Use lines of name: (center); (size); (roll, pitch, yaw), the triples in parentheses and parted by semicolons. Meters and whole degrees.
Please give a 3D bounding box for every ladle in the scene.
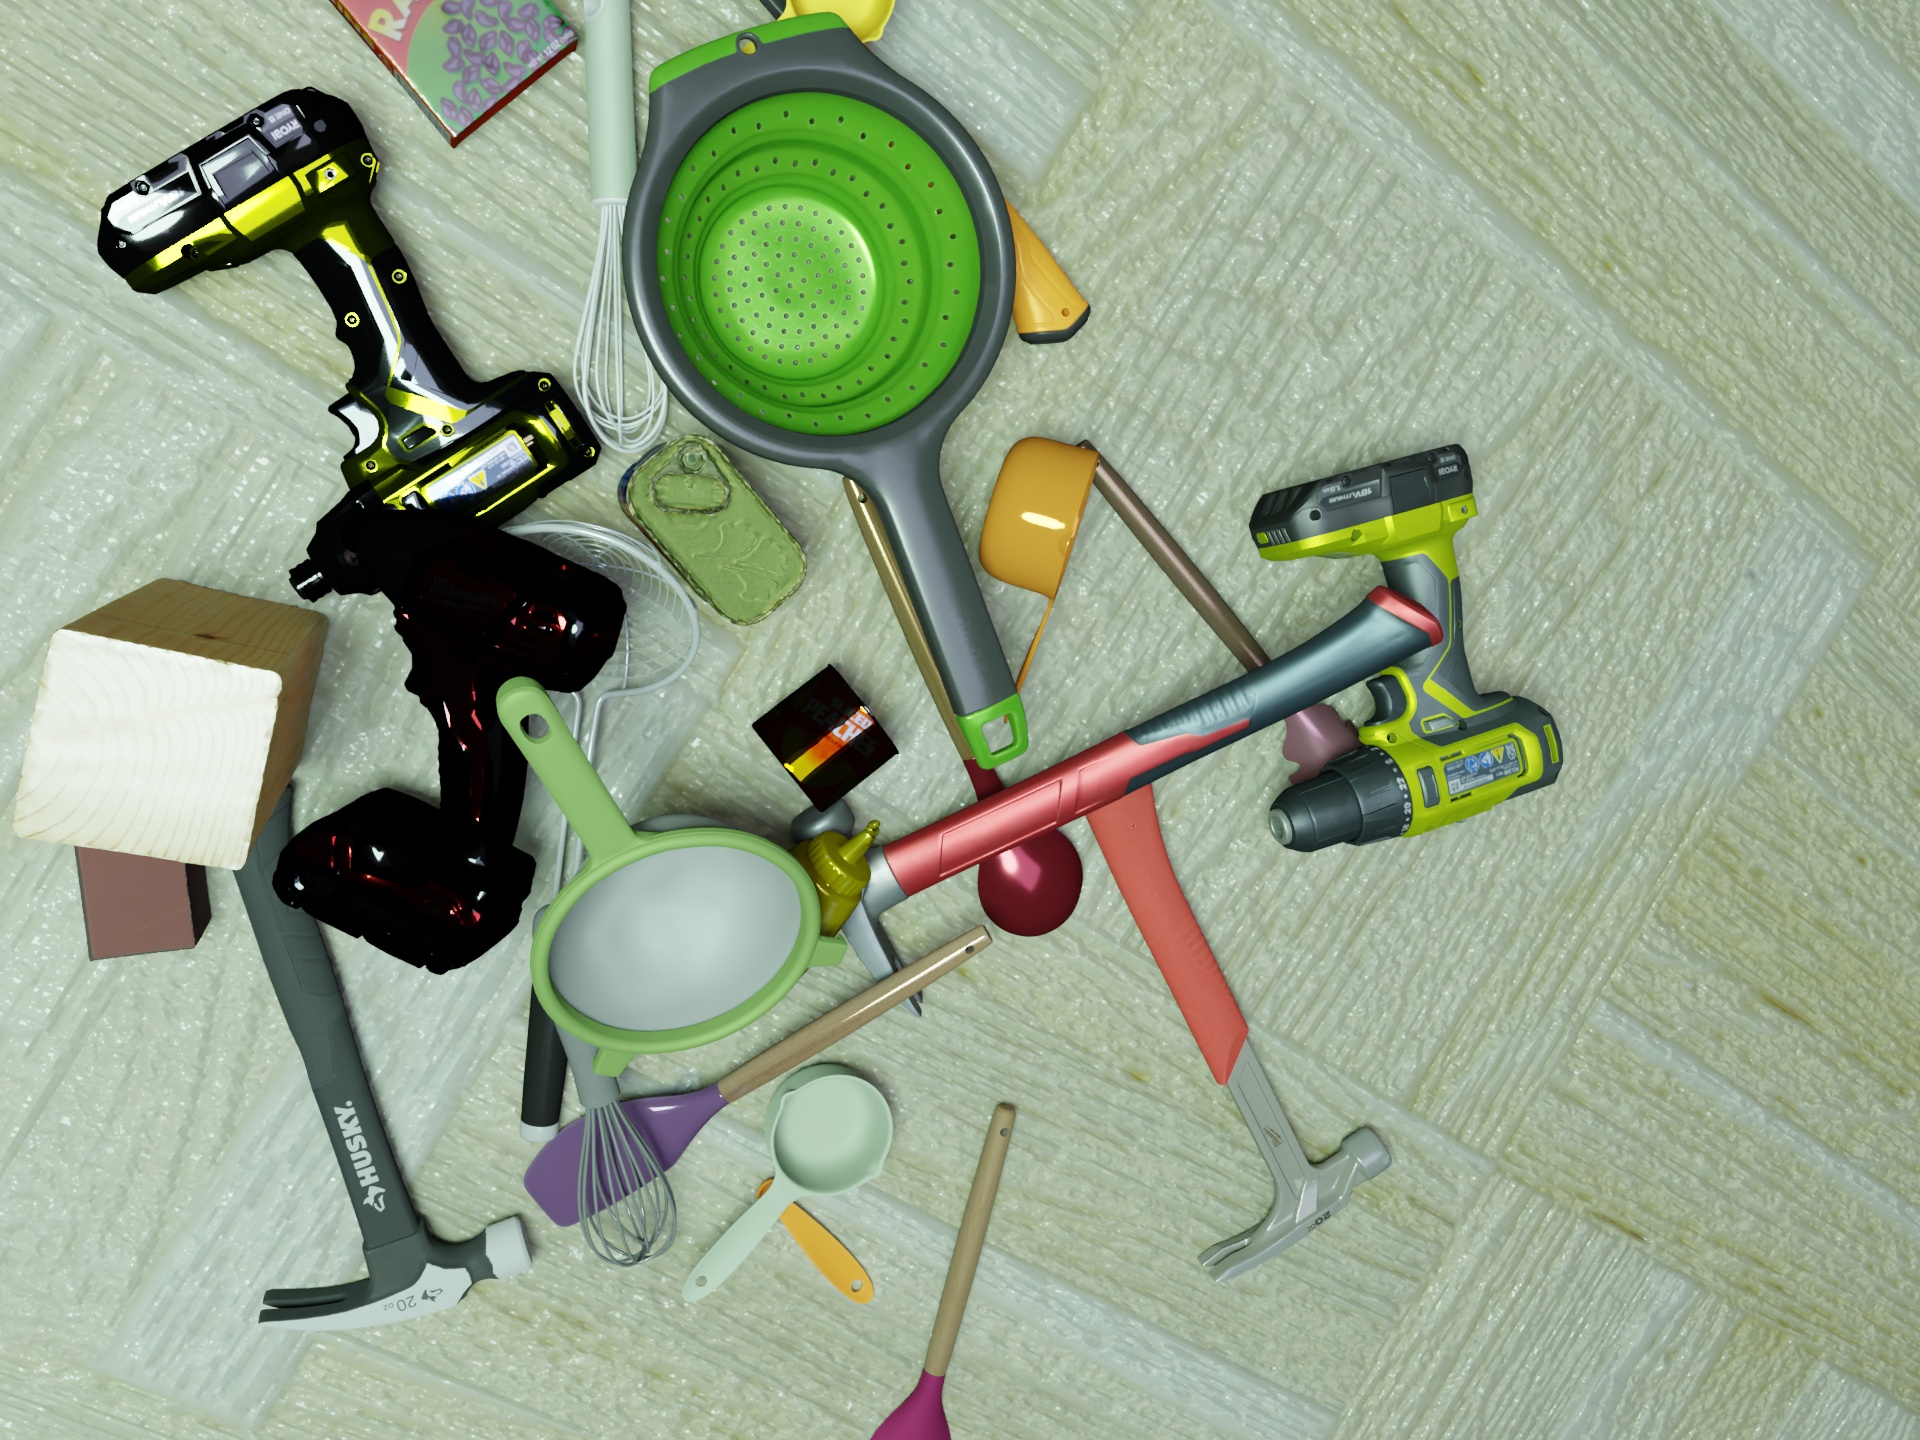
ladle: (-0.002, -0.003, 0.956); (0.069, 0.031, 0.315); (-27, 105, -10)

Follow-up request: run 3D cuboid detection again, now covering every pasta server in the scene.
pasta server: (0.170, -0.052, 0.998); (0.060, 0.040, 0.316); (-43, 105, -5)

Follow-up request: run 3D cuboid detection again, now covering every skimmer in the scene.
skimmer: (-0.221, 0.070, 0.869); (0.127, 0.090, 0.363); (8, 100, -3)

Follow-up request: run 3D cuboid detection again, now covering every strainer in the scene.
strainer: (-0.171, 0.063, 0.810); (0.151, 0.069, 0.256); (-27, 129, -4)

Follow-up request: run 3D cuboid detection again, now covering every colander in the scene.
colander: (-0.053, -0.162, 0.862); (0.204, 0.094, 0.397); (-24, 104, -14)

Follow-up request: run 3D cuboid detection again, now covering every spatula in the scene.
spatula: (-0.119, 0.205, 0.939); (0.316, 0.018, 0.059); (-31, 108, 3)

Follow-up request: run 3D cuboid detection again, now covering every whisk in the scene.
whisk: (-0.205, 0.209, 0.892); (0.055, 0.055, 0.238); (-14, 111, -14)
whisk: (-0.182, -0.266, 0.844); (0.059, 0.058, 0.246); (-11, 103, -52)

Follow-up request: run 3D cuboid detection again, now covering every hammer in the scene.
hammer: (-0.039, -0.346, 0.873); (0.127, 0.034, 0.336); (-45, 109, -3)
hammer: (0.102, 0.038, 0.929); (0.386, 0.038, 0.143); (-26, 106, 8)
hammer: (0.155, 0.194, 1.035); (0.149, 0.037, 0.359); (-31, 108, -9)
hammer: (-0.356, 0.185, 0.881); (0.146, 0.035, 0.334); (-17, 105, -14)

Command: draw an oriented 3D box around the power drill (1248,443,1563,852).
power drill: (0.257, -0.039, 0.974); (0.190, 0.080, 0.228); (-16, 95, -16)

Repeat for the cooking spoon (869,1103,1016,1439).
cooking spoon: (-0.011, 0.399, 1.034); (0.068, 0.017, 0.319); (12, 97, -19)

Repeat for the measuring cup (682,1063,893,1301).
measuring cup: (-0.113, 0.281, 0.967); (0.083, 0.038, 0.167); (44, 85, -19)

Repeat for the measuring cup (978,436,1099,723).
measuring cup: (0.031, -0.082, 0.928); (0.052, 0.095, 0.173); (19, 113, 3)

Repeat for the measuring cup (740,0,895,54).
measuring cup: (-0.101, -0.348, 0.829); (0.156, 0.029, 0.062); (-38, 111, 8)

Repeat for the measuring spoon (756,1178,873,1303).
measuring spoon: (-0.091, 0.329, 1.003); (0.021, 0.011, 0.116); (-44, 113, -18)

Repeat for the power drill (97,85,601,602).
power drill: (-0.314, -0.181, 0.802); (0.171, 0.080, 0.223); (-35, 111, -8)

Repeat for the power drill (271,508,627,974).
power drill: (-0.264, 0.003, 0.803); (0.143, 0.078, 0.219); (24, 109, 6)
